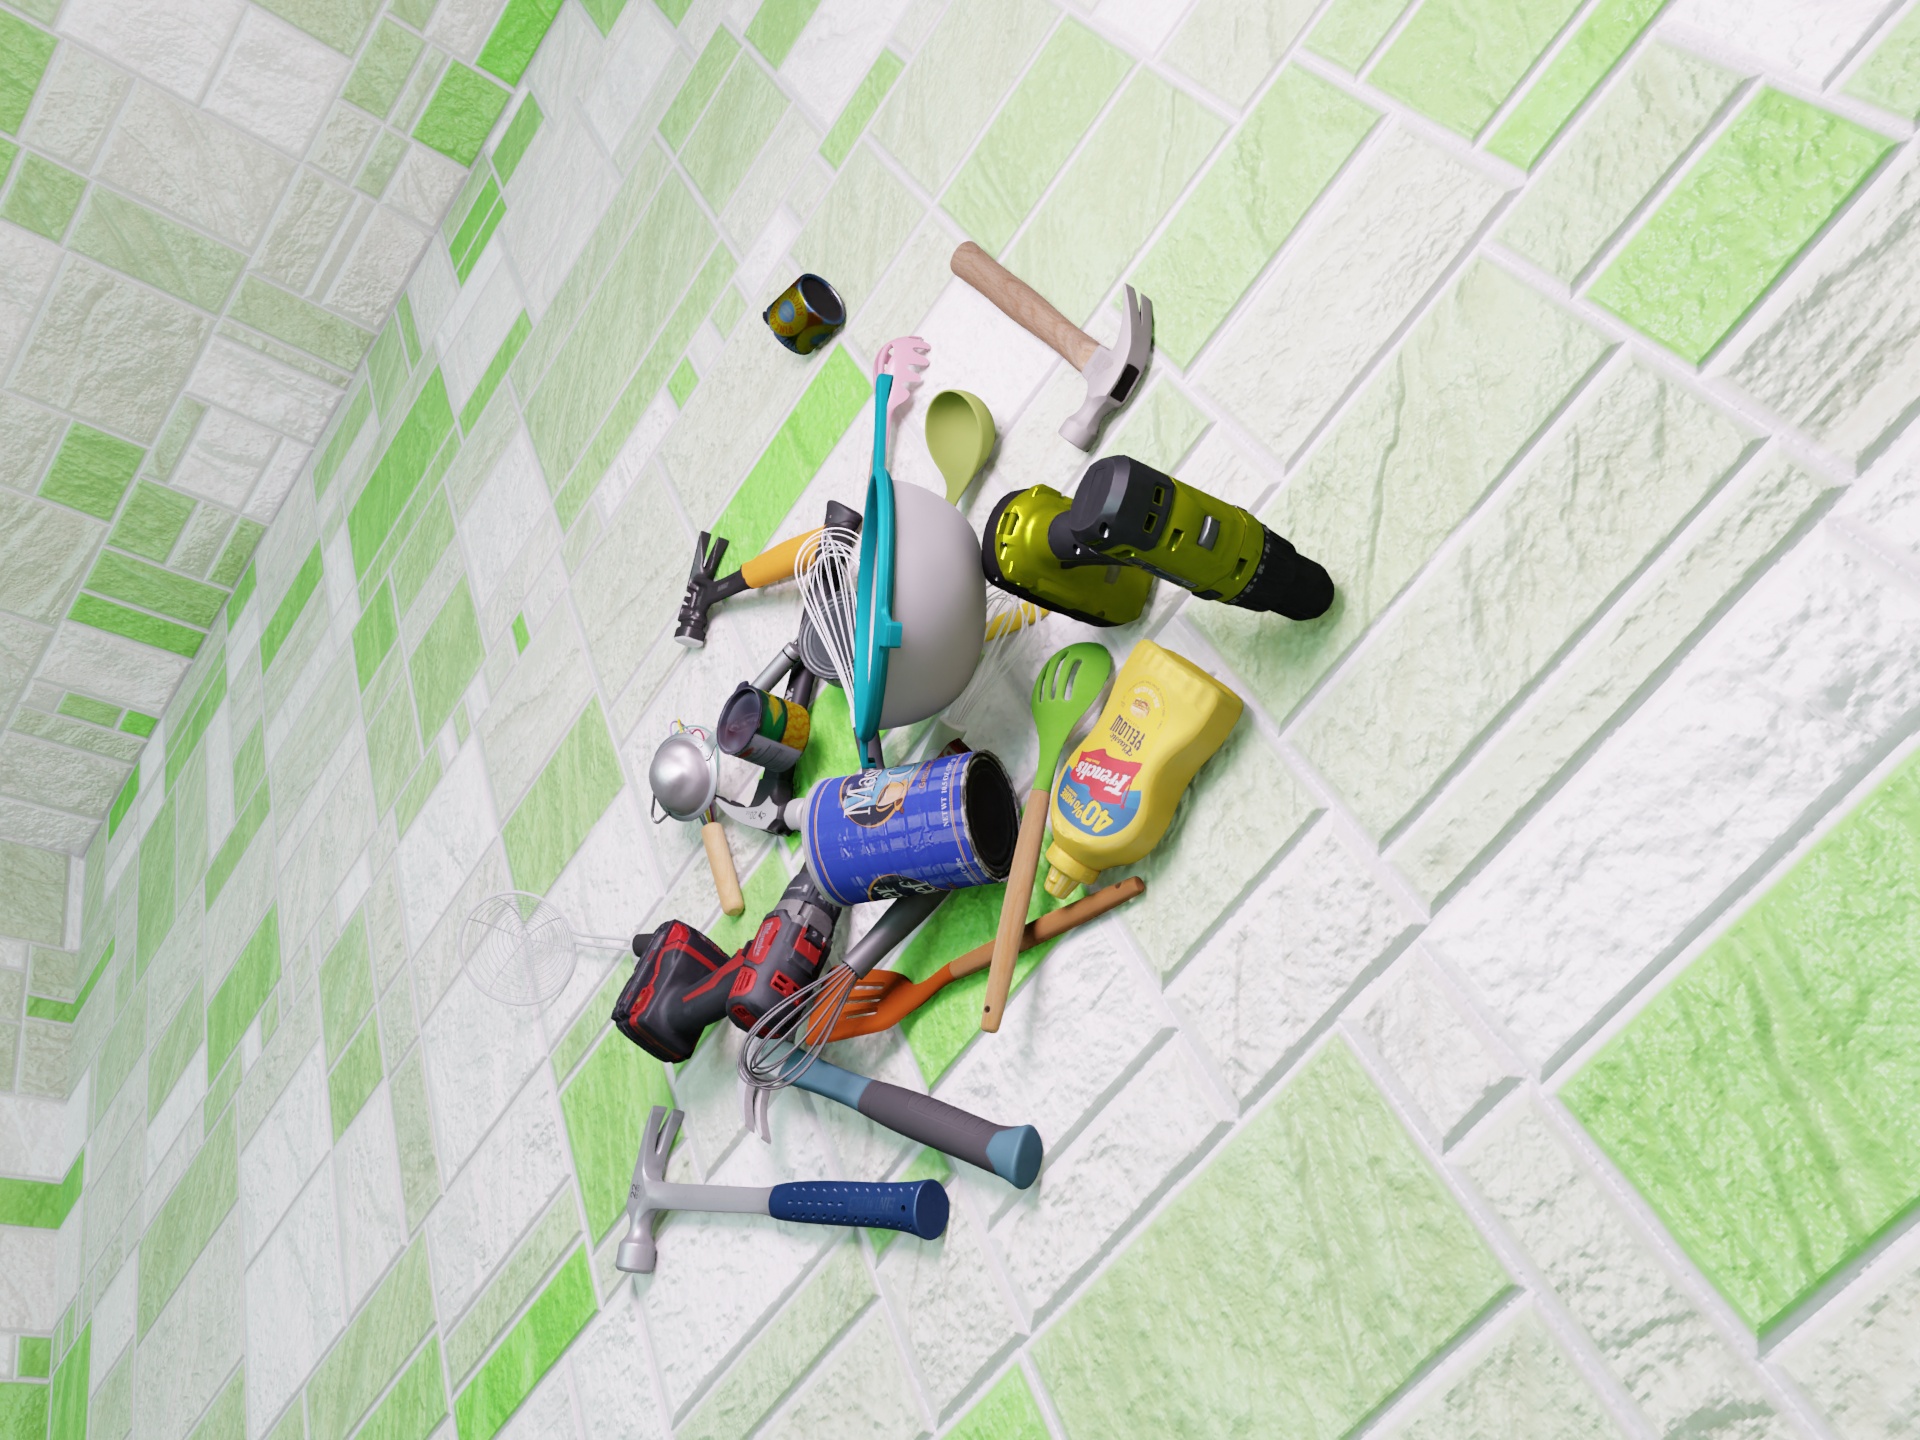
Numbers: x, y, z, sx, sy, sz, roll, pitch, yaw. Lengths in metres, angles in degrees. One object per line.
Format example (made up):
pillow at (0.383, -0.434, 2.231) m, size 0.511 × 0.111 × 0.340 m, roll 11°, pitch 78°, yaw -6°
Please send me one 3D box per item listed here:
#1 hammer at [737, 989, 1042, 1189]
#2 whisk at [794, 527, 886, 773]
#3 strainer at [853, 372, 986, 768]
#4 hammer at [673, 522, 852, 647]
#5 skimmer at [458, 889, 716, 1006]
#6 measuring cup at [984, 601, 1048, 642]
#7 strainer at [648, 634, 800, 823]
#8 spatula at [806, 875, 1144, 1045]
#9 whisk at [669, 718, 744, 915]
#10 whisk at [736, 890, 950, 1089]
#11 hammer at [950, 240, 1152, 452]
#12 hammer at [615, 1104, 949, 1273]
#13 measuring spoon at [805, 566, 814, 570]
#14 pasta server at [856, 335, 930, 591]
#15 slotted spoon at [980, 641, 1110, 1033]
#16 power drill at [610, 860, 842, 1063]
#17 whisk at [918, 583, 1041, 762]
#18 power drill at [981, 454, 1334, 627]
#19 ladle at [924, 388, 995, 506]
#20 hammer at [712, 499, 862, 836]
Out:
hammer at (-0.060, 0.291, 1.218) m, size 0.331 × 0.033 × 0.128 m, roll 7°, pitch 57°, yaw 48°
whisk at (-0.089, -0.033, 1.374) m, size 0.070 × 0.070 × 0.285 m, roll -23°, pitch 73°, yaw 42°
strainer at (-0.029, -0.141, 1.259) m, size 0.210 × 0.095 × 0.341 m, roll 105°, pitch 167°, yaw -58°
hammer at (-0.197, -0.155, 1.583) m, size 0.337 × 0.034 × 0.127 m, roll -10°, pitch 65°, yaw 57°
skimmer at (-0.381, 0.235, 1.602) m, size 0.363 × 0.090 × 0.127 m, roll -5°, pitch 101°, yaw 46°
measuring cup at (0.014, -0.079, 1.335) m, size 0.156 × 0.029 × 0.062 m, roll -22°, pitch 56°, yaw 42°
strainer at (-0.228, 0.008, 1.511) m, size 0.258 × 0.050 × 0.087 m, roll -46°, pitch 67°, yaw 16°
spatula at (0.007, 0.177, 1.205) m, size 0.322 × 0.041 × 0.081 m, roll -31°, pitch 28°, yaw 35°
whisk at (-0.246, 0.092, 1.559) m, size 0.047 × 0.051 × 0.245 m, roll -64°, pitch 36°, yaw 40°
whisk at (-0.082, 0.194, 1.238) m, size 0.239 × 0.055 × 0.055 m, roll -45°, pitch 34°, yaw -16°
hammer at (0.070, -0.361, 1.409) m, size 0.130 × 0.031 × 0.332 m, roll -55°, pitch 39°, yaw 16°
hammer at (-0.157, 0.387, 1.300) m, size 0.405 × 0.035 × 0.144 m, roll -16°, pitch 61°, yaw 45°
measuring spoon at (-0.171, -0.154, 1.613) m, size 0.117 × 0.011 × 0.021 m, roll -13°, pitch 62°, yaw 42°
pasta server at (-0.074, -0.230, 1.523) m, size 0.060 × 0.040 × 0.316 m, roll -12°, pitch 67°, yaw 47°
slotted spoon at (0.056, 0.077, 1.180) m, size 0.070 × 0.031 × 0.314 m, roll -6°, pitch 62°, yaw 43°
power drill at (-0.187, 0.199, 1.376) m, size 0.226 × 0.080 × 0.188 m, roll -24°, pitch 32°, yaw 44°
whisk at (-0.002, -0.004, 1.299) m, size 0.059 × 0.058 × 0.246 m, roll -67°, pitch 3°, yaw -76°
power drill at (0.131, -0.114, 1.113) m, size 0.228 × 0.190 × 0.080 m, roll 4°, pitch 75°, yaw 66°
ladle at (-0.038, -0.143, 1.376) m, size 0.078 × 0.062 × 0.320 m, roll -6°, pitch 60°, yaw 52°
hammer at (-0.151, -0.054, 1.516) m, size 0.146 × 0.035 × 0.335 m, roll -4°, pitch 69°, yaw 48°
